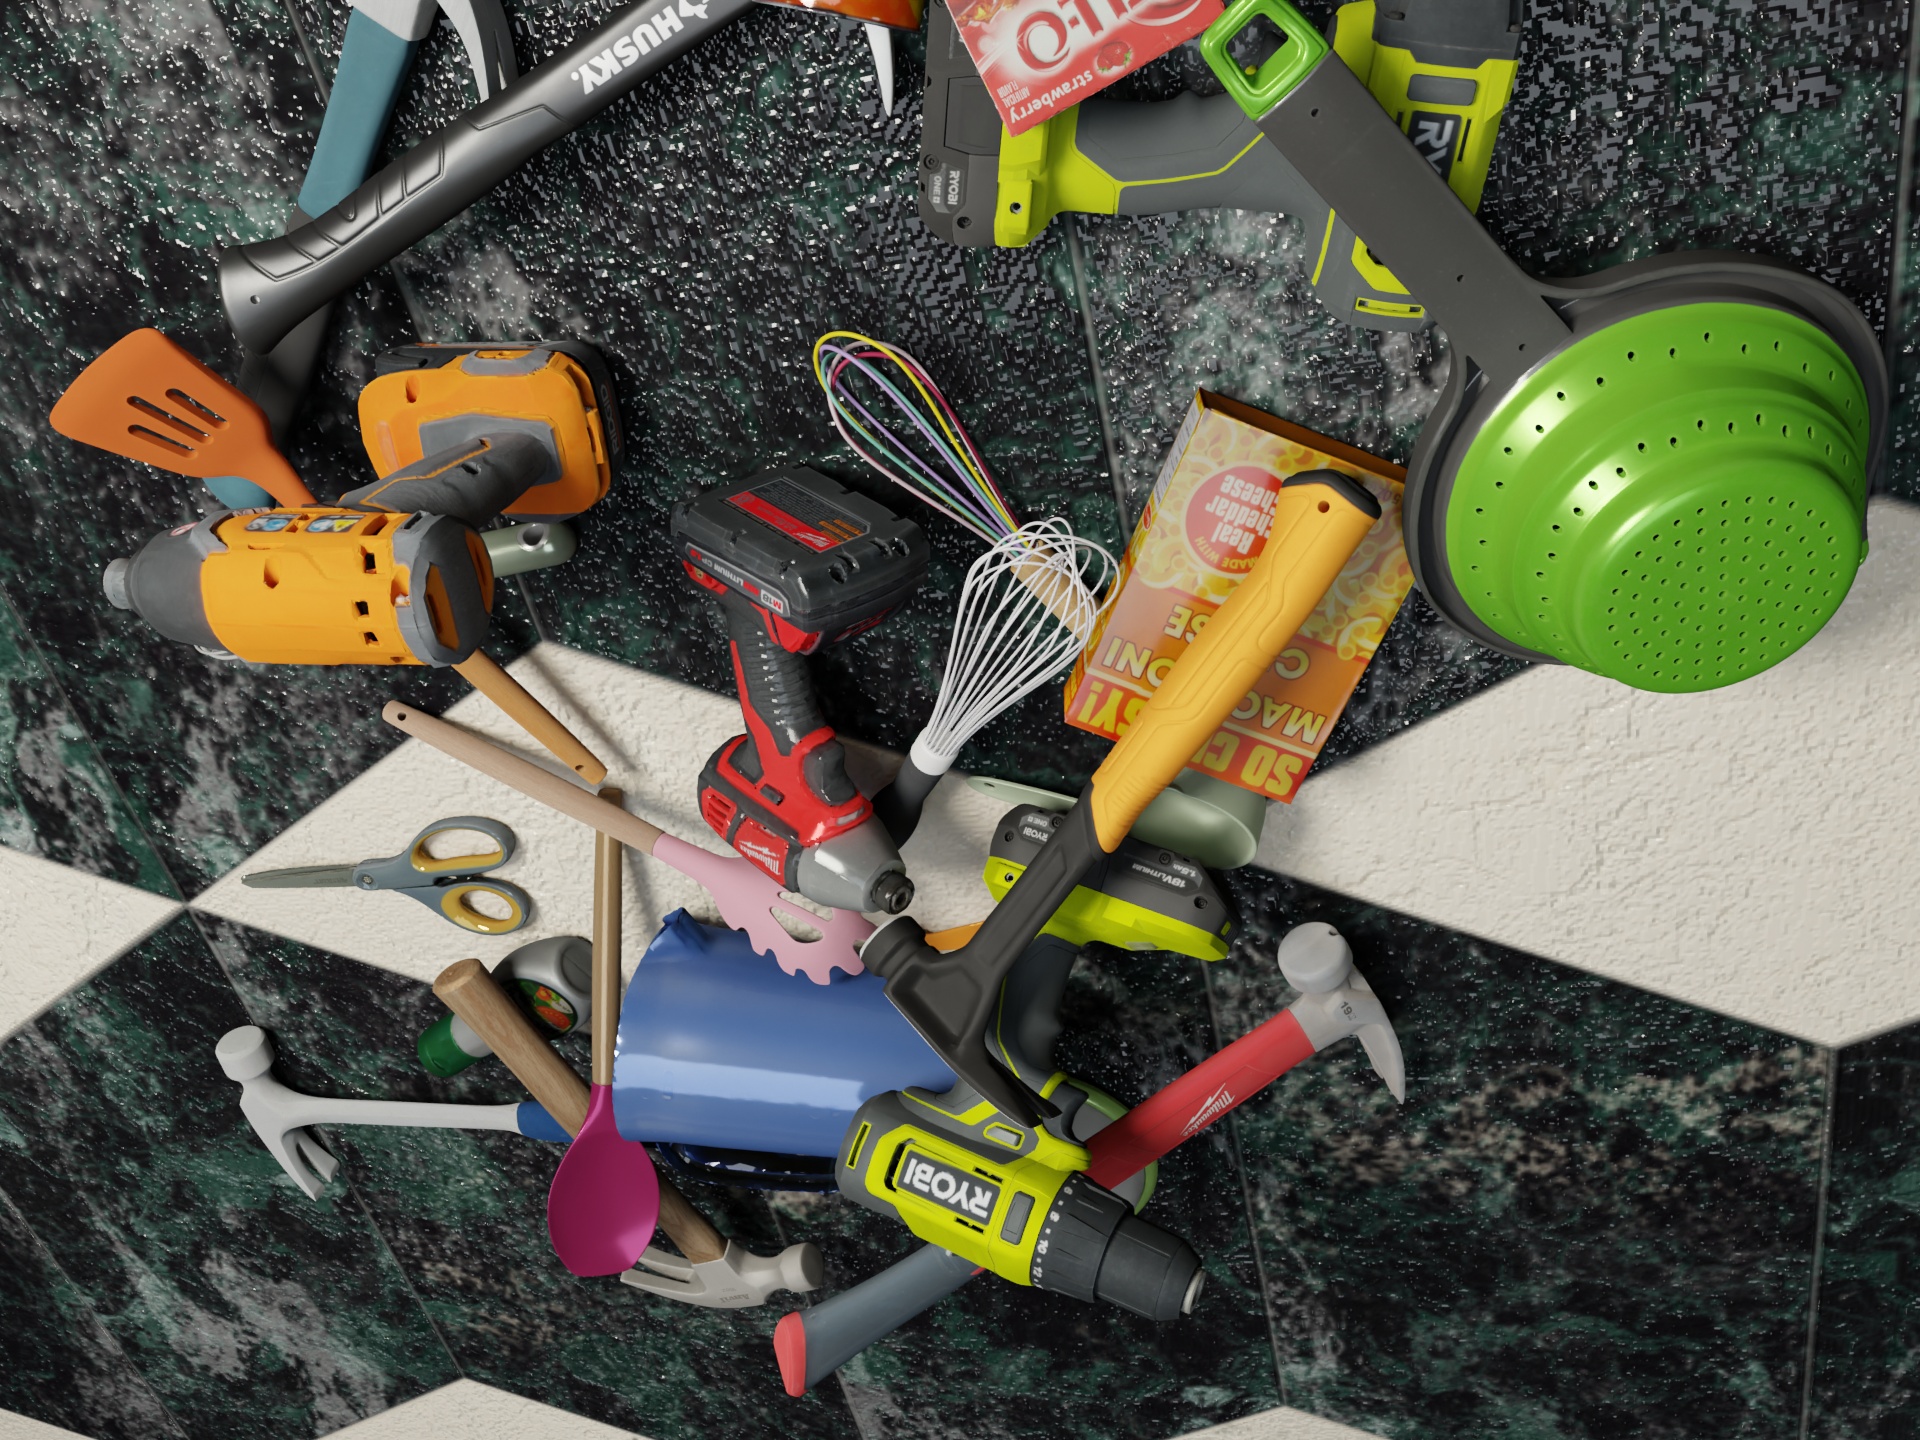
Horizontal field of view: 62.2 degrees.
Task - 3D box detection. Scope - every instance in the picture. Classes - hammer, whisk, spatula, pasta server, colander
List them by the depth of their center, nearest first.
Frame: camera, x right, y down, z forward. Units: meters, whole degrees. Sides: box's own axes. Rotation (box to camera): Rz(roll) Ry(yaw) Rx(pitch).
[{"bbox_3d":[0.236,-0.121,0.616,0.396,0.095,0.204,36,120,-27],"label":"colander"},{"bbox_3d":[-0.182,-0.252,0.680,0.335,0.035,0.146,-28,115,14],"label":"hammer"},{"bbox_3d":[0.083,0.033,0.733,0.127,0.034,0.336,44,111,24],"label":"hammer"},{"bbox_3d":[-0.308,-0.232,0.761,0.128,0.033,0.331,31,124,-7],"label":"hammer"},{"bbox_3d":[0.019,-0.095,0.771,0.047,0.051,0.244,-37,112,24],"label":"whisk"},{"bbox_3d":[-0.002,-0.003,0.805,0.070,0.070,0.284,27,139,-6],"label":"whisk"},{"bbox_3d":[-0.301,-0.067,0.816,0.081,0.041,0.322,-32,119,22],"label":"spatula"},{"bbox_3d":[-0.319,-0.075,0.863,0.246,0.058,0.059,-10,154,15],"label":"whisk"},{"bbox_3d":[0.070,0.263,0.885,0.386,0.038,0.143,-33,127,0],"label":"hammer"},{"bbox_3d":[-0.192,0.060,0.900,0.316,0.060,0.040,25,166,12],"label":"pasta server"},{"bbox_3d":[-0.227,0.276,1.029,0.130,0.031,0.331,-20,119,24],"label":"hammer"},{"bbox_3d":[-0.308,0.277,1.092,0.405,0.035,0.144,-1,122,14],"label":"hammer"}]

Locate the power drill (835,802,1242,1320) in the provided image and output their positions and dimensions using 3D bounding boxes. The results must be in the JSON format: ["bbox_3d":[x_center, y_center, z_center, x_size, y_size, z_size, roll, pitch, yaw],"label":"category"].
[{"bbox_3d":[0.060,0.175,0.816,0.191,0.228,0.080,18,171,23],"label":"power drill"}]

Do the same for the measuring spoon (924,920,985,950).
[{"bbox_3d":[0.019,0.122,0.934,0.117,0.011,0.021,-11,118,15],"label":"measuring spoon"}]

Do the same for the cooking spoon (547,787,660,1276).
[{"bbox_3d":[-0.215,0.194,0.965,0.068,0.017,0.318,0,105,-18],"label":"cooking spoon"}]

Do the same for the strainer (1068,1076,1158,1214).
[{"bbox_3d":[-0.002,0.278,1.002,0.256,0.069,0.151,21,125,-3],"label":"strainer"}]

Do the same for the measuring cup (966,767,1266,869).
[{"bbox_3d":[0.082,0.035,0.847,0.168,0.038,0.083,10,150,28],"label":"measuring cup"}]

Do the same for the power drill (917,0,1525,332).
[{"bbox_3d":[0.102,-0.255,0.629,0.223,0.080,0.171,8,124,3],"label":"power drill"}]

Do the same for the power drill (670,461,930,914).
[{"bbox_3d":[-0.076,-0.005,0.801,0.143,0.078,0.219,32,134,35],"label":"power drill"}]

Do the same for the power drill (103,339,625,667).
[{"bbox_3d":[-0.261,-0.099,0.718,0.164,0.227,0.084,2,123,12],"label":"power drill"}]
